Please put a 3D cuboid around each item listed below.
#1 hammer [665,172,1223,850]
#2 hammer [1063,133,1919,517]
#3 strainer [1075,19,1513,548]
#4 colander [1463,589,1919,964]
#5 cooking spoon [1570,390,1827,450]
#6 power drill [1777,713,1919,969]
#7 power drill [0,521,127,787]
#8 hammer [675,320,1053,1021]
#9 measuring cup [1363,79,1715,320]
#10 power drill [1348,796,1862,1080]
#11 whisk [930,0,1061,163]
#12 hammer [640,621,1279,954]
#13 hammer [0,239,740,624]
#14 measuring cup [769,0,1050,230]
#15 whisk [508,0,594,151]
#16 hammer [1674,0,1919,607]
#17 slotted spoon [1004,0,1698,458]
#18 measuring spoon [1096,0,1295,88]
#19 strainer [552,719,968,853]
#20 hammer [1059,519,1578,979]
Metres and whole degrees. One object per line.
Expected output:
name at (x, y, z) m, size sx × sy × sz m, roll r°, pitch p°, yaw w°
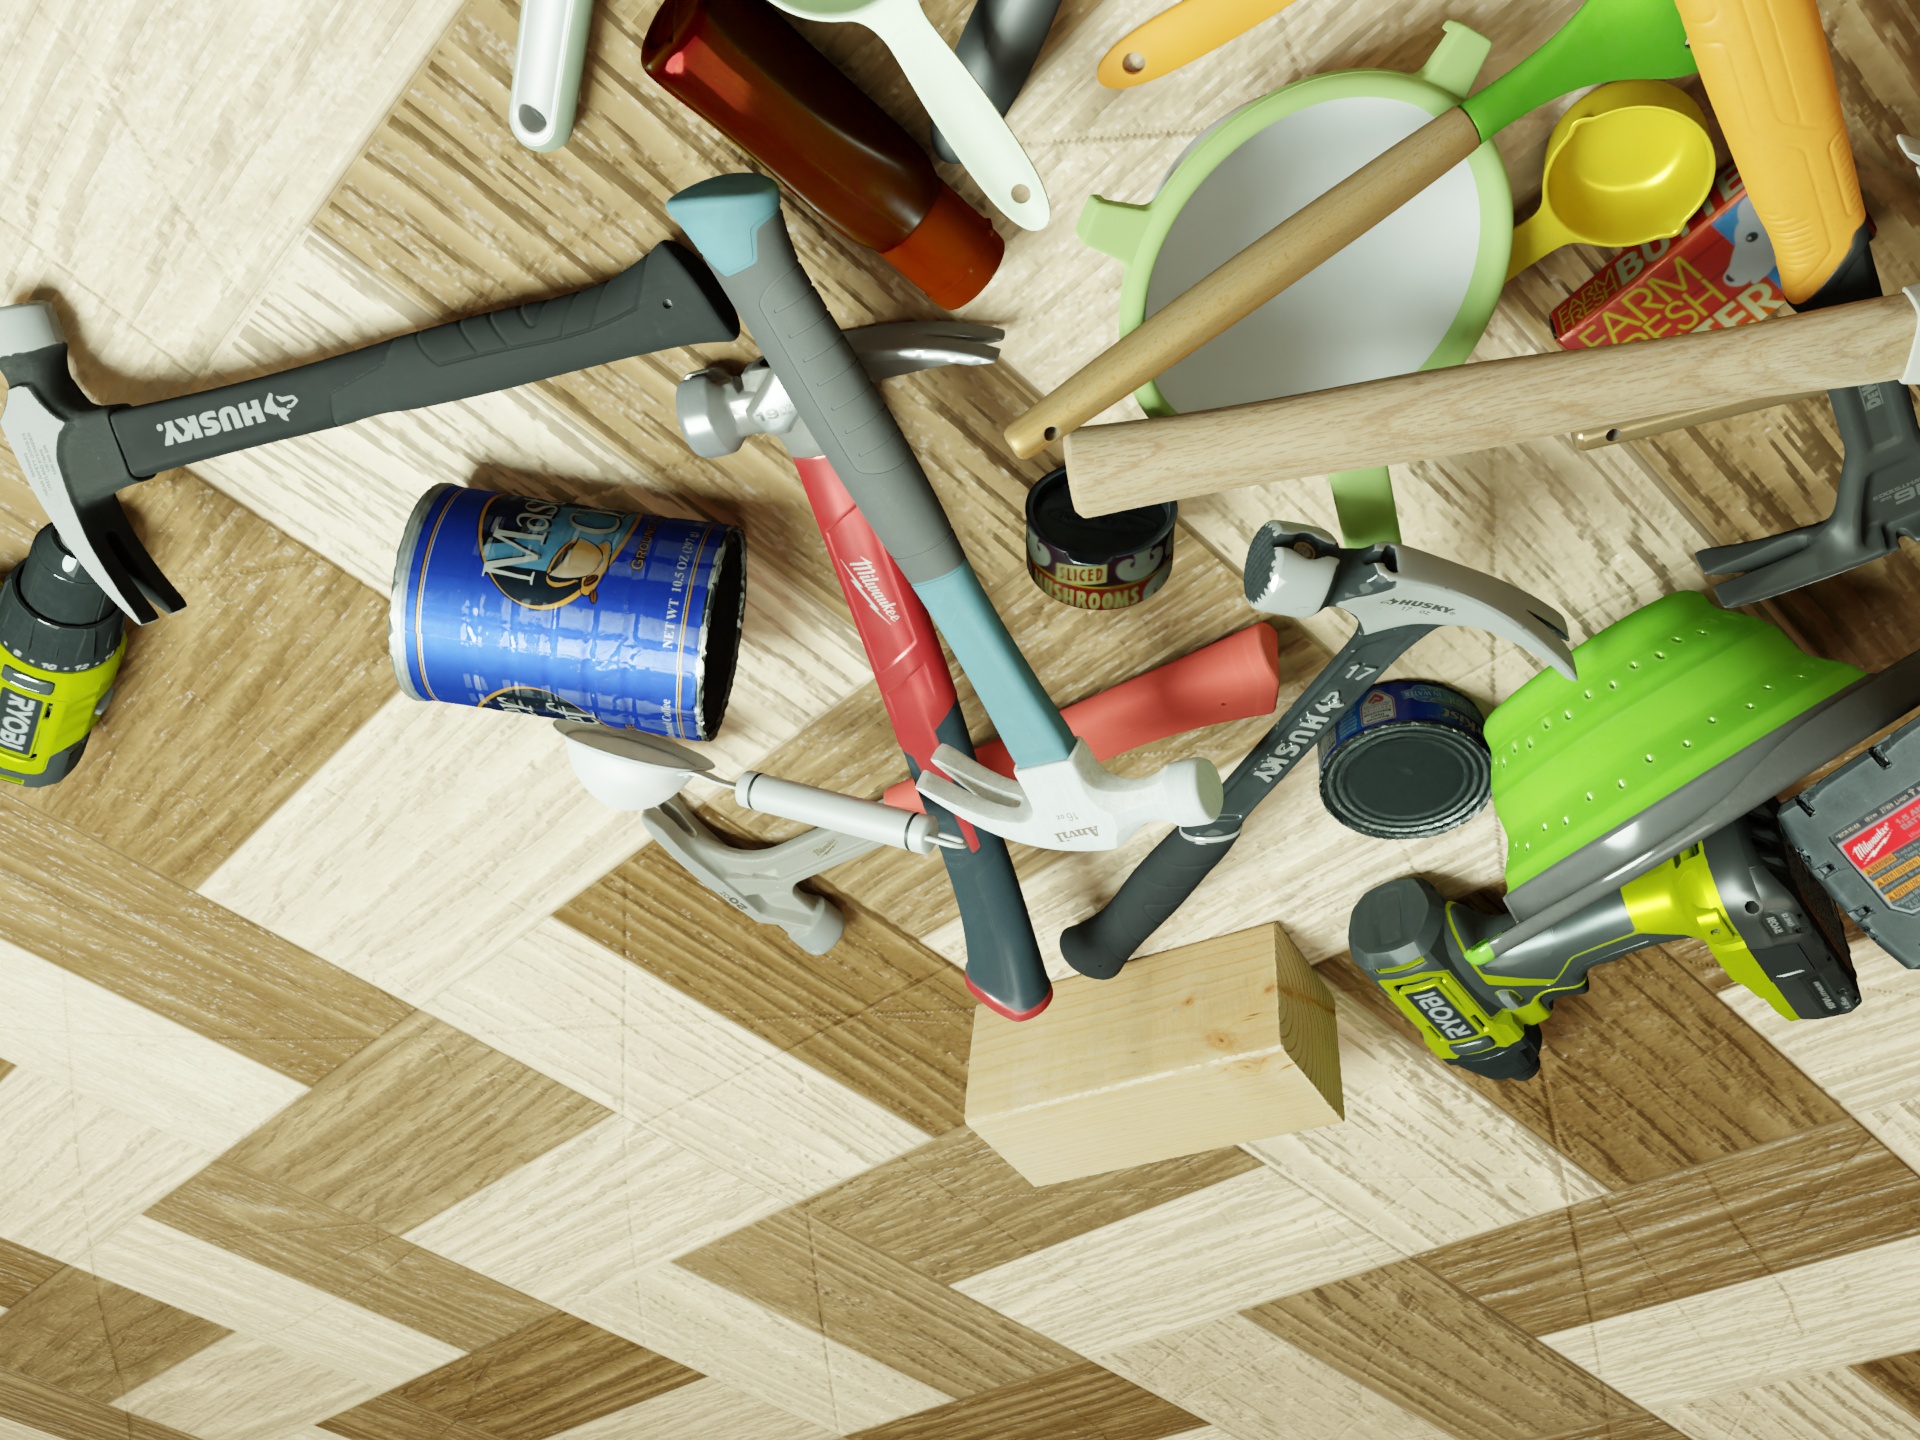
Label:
hammer at (-0.015, -0.075, 0.660) m, size 0.128 × 0.033 × 0.330 m, roll -14°, pitch 120°, yaw 34°
hammer at (0.200, -0.113, 0.545) m, size 0.331 × 0.031 × 0.129 m, roll -8°, pitch 137°, yaw 10°
strainer at (0.138, -0.137, 0.624) m, size 0.151 × 0.069 × 0.256 m, roll -26°, pitch 133°, yaw 1°
colander at (0.366, -0.037, 0.680) m, size 0.397 × 0.094 × 0.204 m, roll -36°, pitch 164°, yaw 16°
cooking spoon at (0.394, -0.149, 0.596) m, size 0.319 × 0.017 × 0.068 m, roll -13°, pitch 133°, yaw 13°
power drill at (0.441, 0.020, 0.666) m, size 0.226 × 0.080 × 0.187 m, roll -22°, pitch 159°, yaw -34°
power drill at (-0.538, -0.070, 0.796) m, size 0.228 × 0.080 × 0.190 m, roll 26°, pitch 133°, yaw -21°
hammer at (-0.001, -0.002, 0.765) m, size 0.143 × 0.038 × 0.386 m, roll -8°, pitch 124°, yaw 17°
measuring cup at (0.209, -0.186, 0.607) m, size 0.062 × 0.029 × 0.156 m, roll 34°, pitch 142°, yaw -24°
power drill at (0.350, 0.129, 0.864) m, size 0.223 × 0.080 × 0.171 m, roll -23°, pitch 128°, yaw 33°
whisk at (0.041, -0.279, 0.516) m, size 0.055 × 0.055 × 0.238 m, roll 21°, pitch 138°, yaw -13°
hammer at (0.002, 0.027, 0.839) m, size 0.359 × 0.037 × 0.149 m, roll -25°, pitch 127°, yaw 30°
hammer at (-0.255, -0.139, 0.685) m, size 0.335 × 0.035 × 0.146 m, roll -10°, pitch 106°, yaw 12°
measuring cup at (-0.016, -0.244, 0.546) m, size 0.083 × 0.038 × 0.167 m, roll -25°, pitch 116°, yaw 30°
whisk at (-0.125, -0.294, 0.526) m, size 0.058 × 0.059 × 0.246 m, roll 27°, pitch 139°, yaw -2°
hammer at (0.276, -0.169, 0.533) m, size 0.127 × 0.034 × 0.336 m, roll -25°, pitch 132°, yaw 23°
slotted spoon at (0.147, -0.180, 0.529) m, size 0.314 × 0.031 × 0.070 m, roll -34°, pitch 132°, yaw 9°
measuring spoon at (0.100, -0.251, 0.559) m, size 0.117 × 0.011 × 0.021 m, roll -19°, pitch 129°, yaw 26°
strainer at (-0.112, 0.035, 0.799) m, size 0.258 × 0.050 × 0.086 m, roll 12°, pitch -176°, yaw 25°
hammer at (0.136, 0.043, 0.782) m, size 0.149 × 0.036 × 0.408 m, roll 10°, pitch 148°, yaw -12°
